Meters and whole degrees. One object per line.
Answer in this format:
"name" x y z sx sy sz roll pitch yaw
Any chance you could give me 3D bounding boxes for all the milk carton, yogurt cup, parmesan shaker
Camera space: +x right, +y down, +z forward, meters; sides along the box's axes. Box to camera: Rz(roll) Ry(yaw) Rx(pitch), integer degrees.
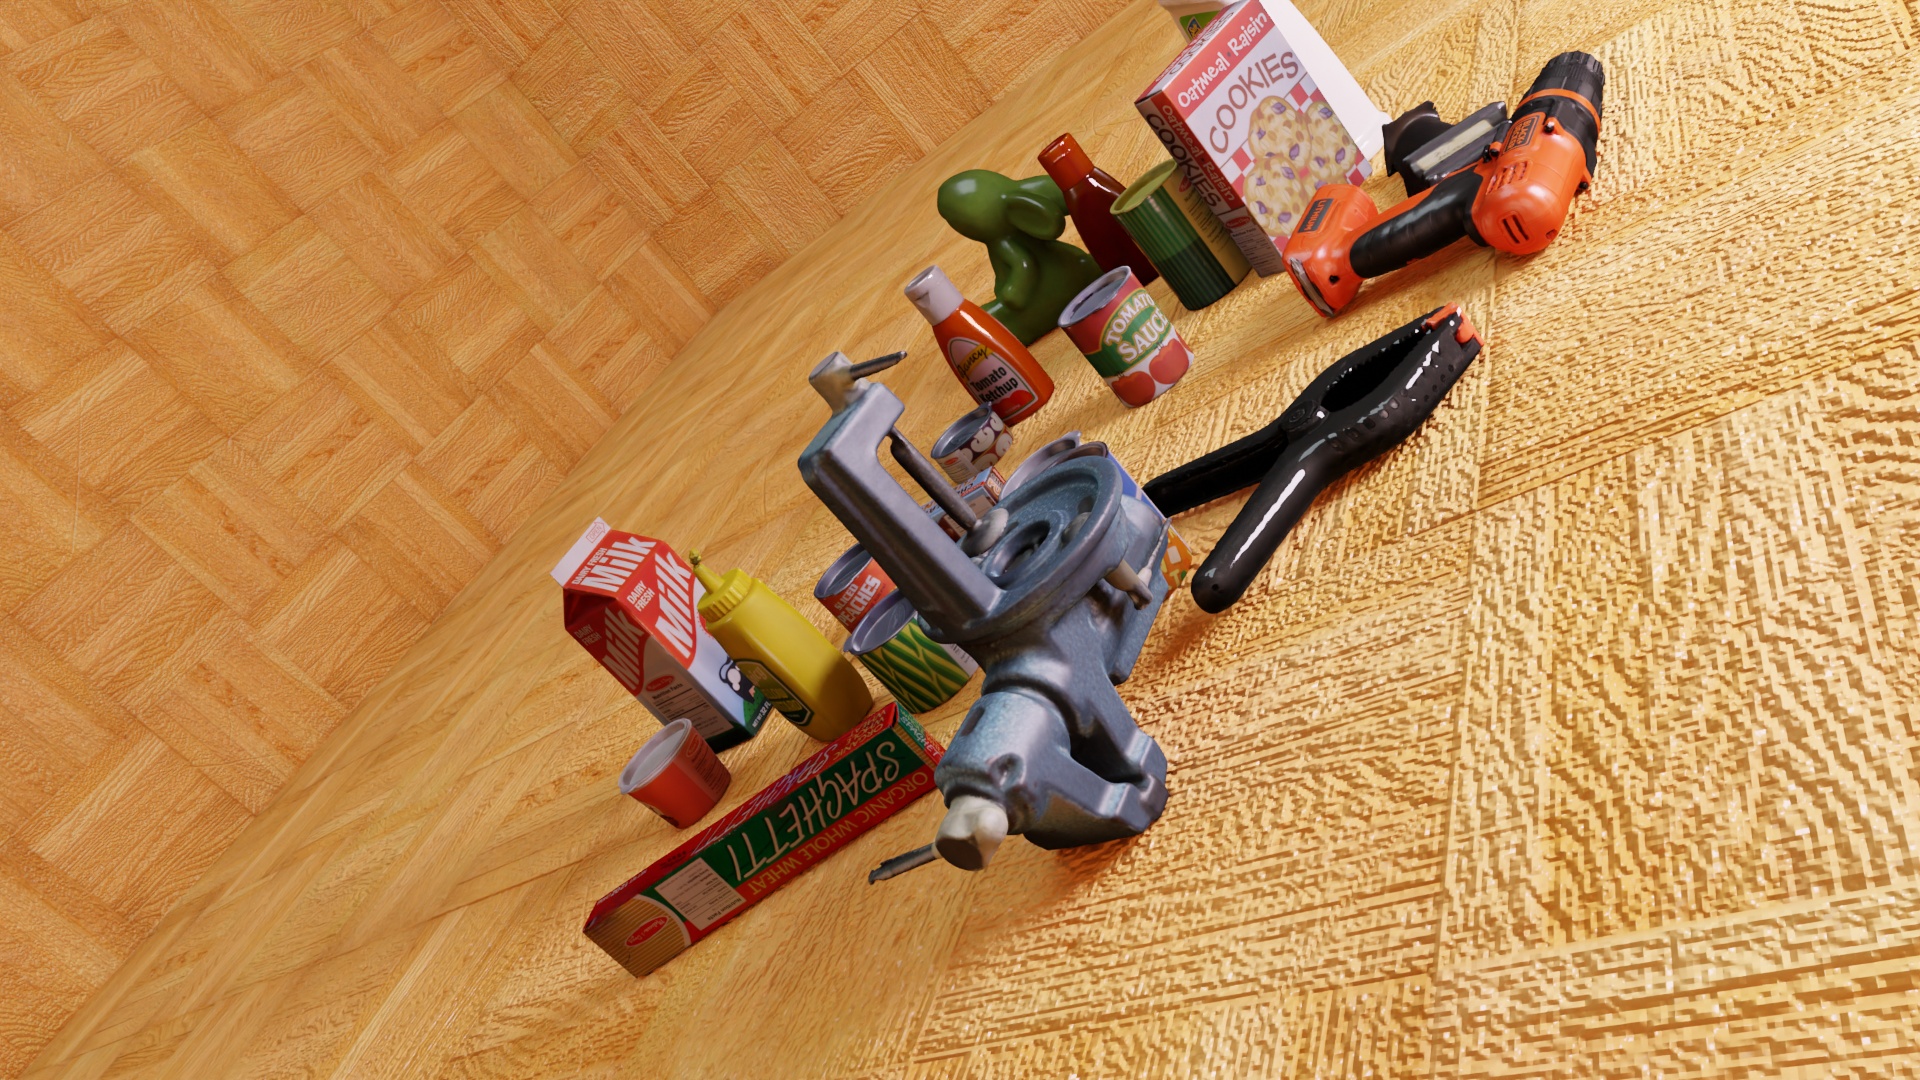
"milk carton" -0.225 0.071 1.054 0.073 0.190 0.073 -27 23 37
"yogurt cup" -0.204 0.171 1.003 0.072 0.054 0.073 -36 19 15
"parmesan shaker" 0.174 -0.239 1.096 0.071 0.103 0.071 -36 19 15

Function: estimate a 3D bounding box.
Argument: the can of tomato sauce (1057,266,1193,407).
"can of tomato sauce" 0.124 -0.150 1.028 0.071 0.083 0.071 -36 19 15

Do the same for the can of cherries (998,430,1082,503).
"can of cherries" 0.070 -0.027 0.899 0.071 0.058 0.072 -36 19 15

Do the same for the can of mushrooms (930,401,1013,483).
"can of mushrooms" 0.011 -0.082 1.175 0.071 0.033 0.071 -36 19 15

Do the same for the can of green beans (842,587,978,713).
"can of green beans" -0.028 0.067 0.882 0.071 0.057 0.071 -36 19 15

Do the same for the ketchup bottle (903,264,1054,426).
"ketchup bottle" 0.013 -0.167 1.180 0.064 0.148 0.044 -27 23 37

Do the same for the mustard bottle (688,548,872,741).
"mustard bottle" -0.128 0.066 0.921 0.065 0.160 0.049 -14 33 54

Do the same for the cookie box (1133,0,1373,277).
"cookie box" 0.222 -0.303 1.044 0.123 0.167 0.040 -49 20 -21

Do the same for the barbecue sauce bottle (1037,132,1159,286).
"barbecue sauce bottle" 0.127 -0.294 1.239 0.064 0.148 0.044 -34 20 23

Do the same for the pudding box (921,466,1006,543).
"pudding box" 0.004 -0.013 1.011 0.083 0.049 0.030 -29 22 32

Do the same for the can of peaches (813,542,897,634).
"can of peaches" -0.064 0.039 1.015 0.071 0.058 0.071 -36 19 15

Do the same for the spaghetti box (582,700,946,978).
"spaghetti box" -0.116 0.179 0.819 0.249 0.050 0.029 -35 19 17

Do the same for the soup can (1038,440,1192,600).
"soup can" 0.079 -0.002 0.786 0.071 0.083 0.071 -36 19 15
